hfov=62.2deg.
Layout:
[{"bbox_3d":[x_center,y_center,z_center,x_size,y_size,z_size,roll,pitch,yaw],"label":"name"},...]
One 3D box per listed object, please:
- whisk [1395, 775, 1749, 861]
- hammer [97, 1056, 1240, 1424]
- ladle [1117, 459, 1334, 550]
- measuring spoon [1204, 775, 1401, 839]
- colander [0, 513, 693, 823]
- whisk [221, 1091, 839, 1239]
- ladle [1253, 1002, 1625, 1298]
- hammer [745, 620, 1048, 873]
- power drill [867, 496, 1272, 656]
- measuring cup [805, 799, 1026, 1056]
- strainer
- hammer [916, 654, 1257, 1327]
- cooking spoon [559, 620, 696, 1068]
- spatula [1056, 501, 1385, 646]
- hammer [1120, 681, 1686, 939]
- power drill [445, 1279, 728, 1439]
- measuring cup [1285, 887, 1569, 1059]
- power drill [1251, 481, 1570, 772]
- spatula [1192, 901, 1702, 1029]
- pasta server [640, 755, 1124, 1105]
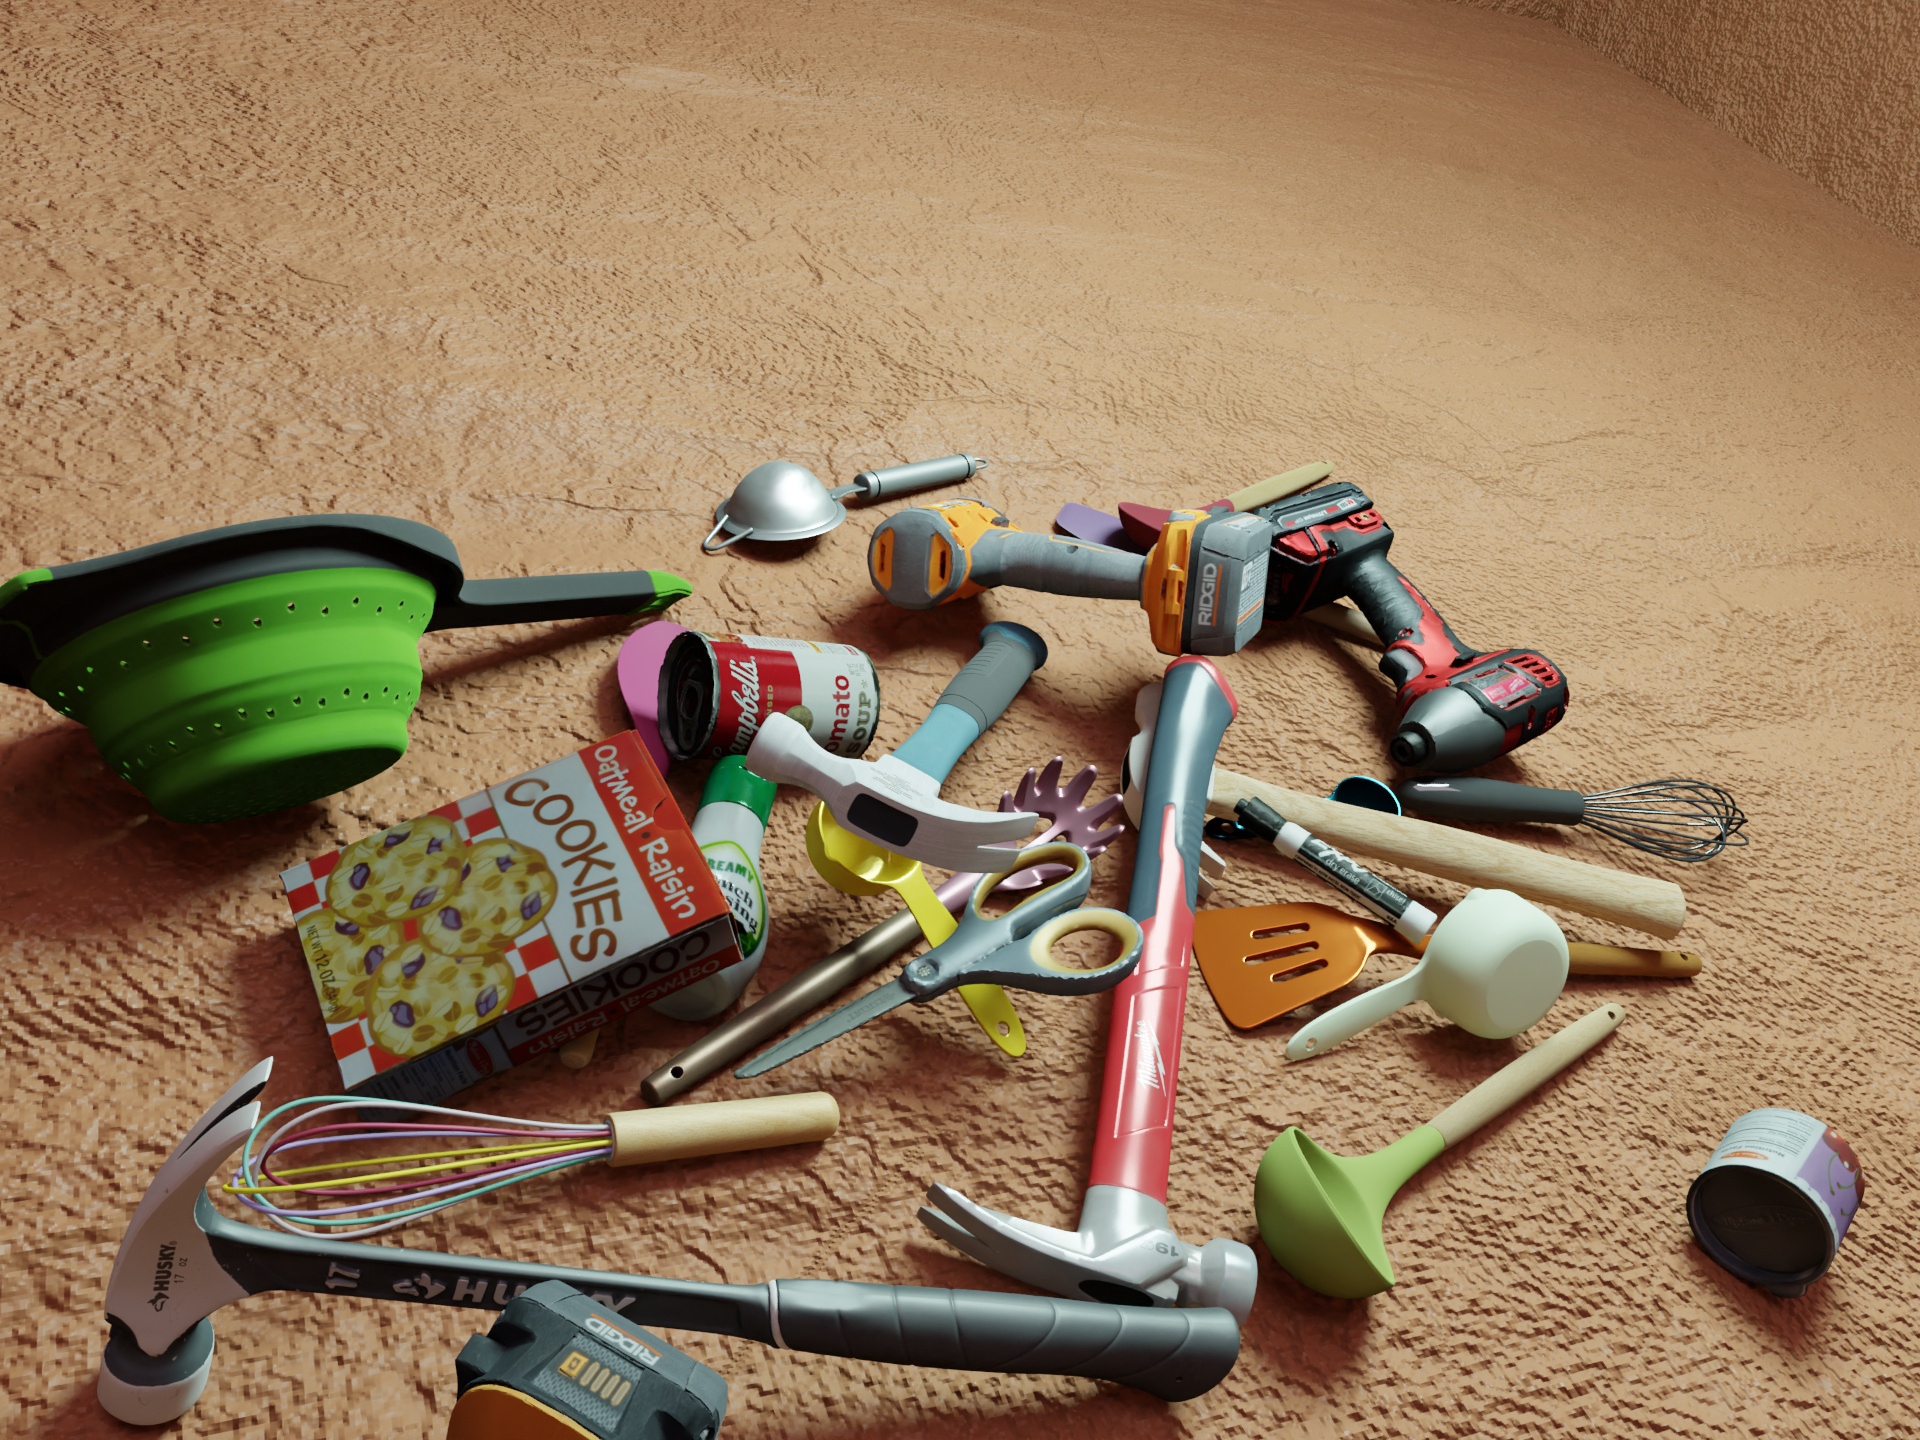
[{"bbox_3d":[0.388,0.058,1.007,0.239,0.055,0.055,6,39,-9],"label":"whisk"},{"bbox_3d":[-0.082,0.209,0.576,0.408,0.149,0.036,13,30,-19],"label":"hammer"},{"bbox_3d":[0.213,-0.168,1.211,0.069,0.031,0.315,34,34,24],"label":"ladle"},{"bbox_3d":[0.203,0.061,0.953,0.128,0.021,0.042,-7,51,-17],"label":"measuring spoon"},{"bbox_3d":[-0.272,-0.021,0.791,0.397,0.204,0.094,-11,79,-54],"label":"colander"},{"bbox_3d":[-0.165,0.171,0.645,0.245,0.047,0.051,1,53,-28],"label":"whisk"},{"bbox_3d":[0.254,0.191,0.779,0.320,0.062,0.078,-16,65,-40],"label":"ladle"},{"bbox_3d":[-0.001,-0.003,0.849,0.128,0.033,0.331,29,21,4],"label":"hammer"},{"bbox_3d":[0.075,-0.100,0.999,0.226,0.084,0.164,9,14,18],"label":"power drill"},{"bbox_3d":[-0.021,0.098,0.768,0.062,0.029,0.156,-30,83,-40],"label":"measuring cup"},{"bbox_3d":[-0.071,-0.163,1.094,0.087,0.050,0.258,28,33,36],"label":"strainer"},{"bbox_3d":[0.084,0.100,0.792,0.143,0.038,0.387,18,45,-3],"label":"hammer"},{"bbox_3d":[-0.164,0.047,0.812,0.068,0.017,0.319,21,36,-15],"label":"cooking spoon"},{"bbox_3d":[0.218,-0.093,1.141,0.316,0.018,0.060,21,34,5],"label":"spatula"},{"bbox_3d":[0.254,0.071,0.917,0.331,0.031,0.130,15,47,0],"label":"hammer"},{"bbox_3d":[-0.151,0.261,0.424,0.084,0.185,0.226,25,35,11],"label":"power drill"},{"bbox_3d":[0.245,0.145,0.820,0.167,0.083,0.038,-20,26,-20],"label":"measuring cup"},{"bbox_3d":[0.280,-0.055,1.053,0.143,0.078,0.220,-21,56,-33],"label":"power drill"},{"bbox_3d":[0.283,0.135,0.887,0.322,0.041,0.081,6,38,-22],"label":"spatula"},{"bbox_3d":[-0.029,0.101,0.787,0.316,0.040,0.060,-28,71,-42],"label":"pasta server"}]
